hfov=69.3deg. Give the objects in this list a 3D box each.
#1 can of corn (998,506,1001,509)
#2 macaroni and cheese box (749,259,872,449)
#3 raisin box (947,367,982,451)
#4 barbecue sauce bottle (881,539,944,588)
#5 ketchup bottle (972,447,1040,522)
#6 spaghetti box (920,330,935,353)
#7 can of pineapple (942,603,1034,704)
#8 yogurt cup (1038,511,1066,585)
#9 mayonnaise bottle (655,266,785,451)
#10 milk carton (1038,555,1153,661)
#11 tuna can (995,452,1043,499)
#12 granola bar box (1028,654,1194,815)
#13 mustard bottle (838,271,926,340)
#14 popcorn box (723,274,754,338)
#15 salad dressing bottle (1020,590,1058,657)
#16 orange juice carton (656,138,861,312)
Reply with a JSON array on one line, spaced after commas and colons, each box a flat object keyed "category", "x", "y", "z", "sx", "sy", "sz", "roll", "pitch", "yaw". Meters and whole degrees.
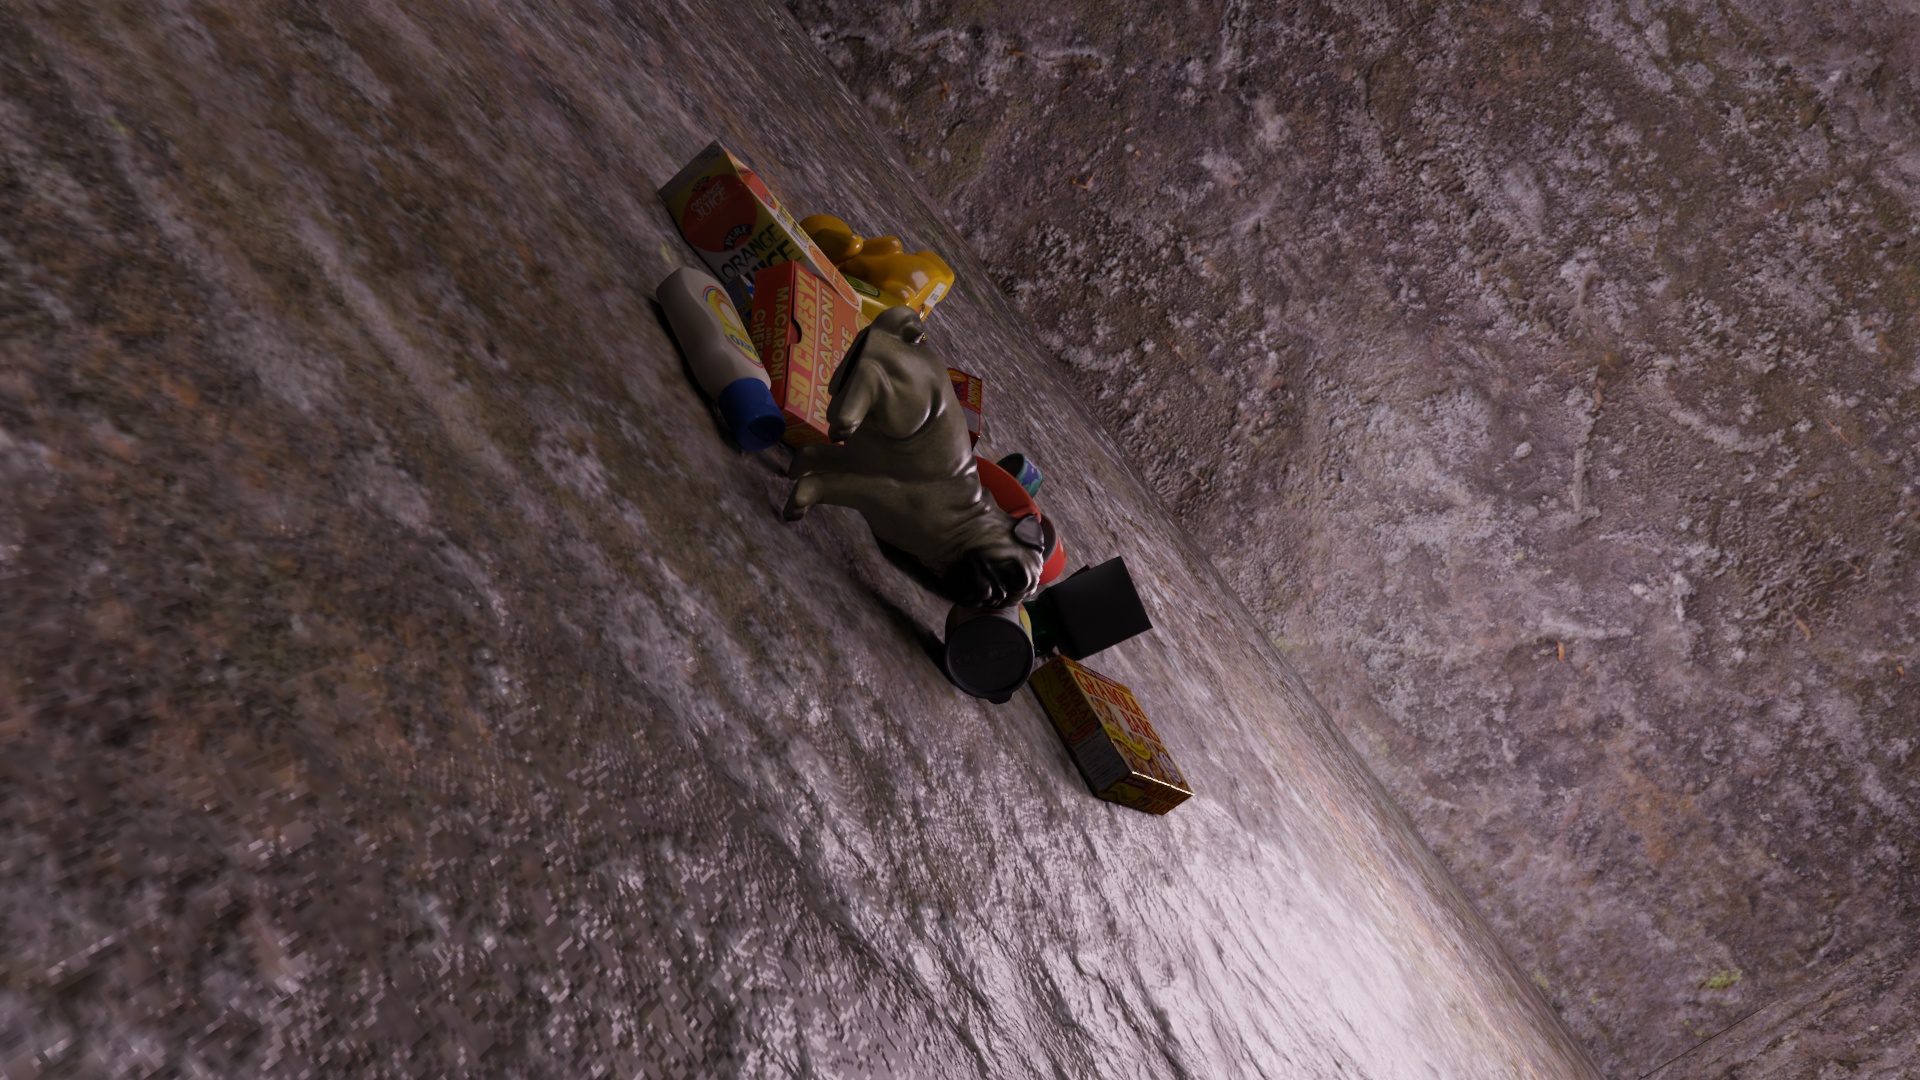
[{"category": "can of corn", "x": 0.004, "y": -0.015, "z": 1.206, "sx": 0.058, "sy": 0.071, "sz": 0.071, "roll": 43, "pitch": 16, "yaw": -33}, {"category": "macaroni and cheese box", "x": -0.098, "y": -0.123, "z": 1.075, "sx": 0.166, "sy": 0.040, "sz": 0.124, "roll": 32, "pitch": 53, "yaw": -55}, {"category": "raisin box", "x": -0.013, "y": -0.096, "z": 1.279, "sx": 0.040, "sy": 0.085, "sz": 0.124, "roll": 21, "pitch": 28, "yaw": -10}, {"category": "barbecue sauce bottle", "x": -0.012, "y": 0.012, "z": 1.134, "sx": 0.148, "sy": 0.043, "sz": 0.065, "roll": 40, "pitch": 10, "yaw": -45}, {"category": "ketchup bottle", "x": 0.024, "y": -0.051, "z": 1.402, "sx": 0.043, "sy": 0.065, "sz": 0.149, "roll": 54, "pitch": 2, "yaw": -41}, {"category": "spaghetti box", "x": -0.043, "y": -0.175, "z": 1.519, "sx": 0.028, "sy": 0.050, "sz": 0.251, "roll": 46, "pitch": 14, "yaw": -36}, {"category": "can of pineapple", "x": 0.020, "y": 0.077, "z": 1.029, "sx": 0.071, "sy": 0.071, "sz": 0.058, "roll": 49, "pitch": 13, "yaw": -14}, {"category": "yogurt cup", "x": 0.073, "y": 0.010, "z": 1.399, "sx": 0.072, "sy": 0.072, "sz": 0.053, "roll": 61, "pitch": 7, "yaw": 33}, {"category": "mayonnaise bottle", "x": -0.165, "y": -0.126, "z": 0.976, "sx": 0.064, "sy": 0.041, "sz": 0.148, "roll": 32, "pitch": 23, "yaw": -55}, {"category": "milk carton", "x": 0.119, "y": 0.067, "z": 1.295, "sx": 0.190, "sy": 0.073, "sz": 0.072, "roll": 98, "pitch": -32, "yaw": -83}, {"category": "tuna can", "x": 0.056, "y": -0.064, "z": 1.522, "sx": 0.032, "sy": 0.071, "sz": 0.071, "roll": 46, "pitch": 14, "yaw": -26}, {"category": "granola bar box", "x": 0.134, "y": 0.174, "z": 1.223, "sx": 0.165, "sy": 0.039, "sz": 0.124, "roll": 31, "pitch": 25, "yaw": -58}, {"category": "mustard bottle", "x": -0.098, "y": -0.228, "z": 1.364, "sx": 0.160, "sy": 0.048, "sz": 0.065, "roll": 15, "pitch": 24, "yaw": -35}, {"category": "popcorn box", "x": -0.142, "y": -0.149, "z": 1.125, "sx": 0.126, "sy": 0.038, "sz": 0.085, "roll": 35, "pitch": 23, "yaw": -54}, {"category": "salad dressing bottle", "x": 0.045, "y": 0.040, "z": 1.264, "sx": 0.064, "sy": 0.044, "sz": 0.148, "roll": 46, "pitch": 14, "yaw": -51}, {"category": "orange juice carton", "x": -0.174, "y": -0.253, "z": 1.216, "sx": 0.192, "sy": 0.071, "sz": 0.073, "roll": 48, "pitch": 13, "yaw": -20}]
